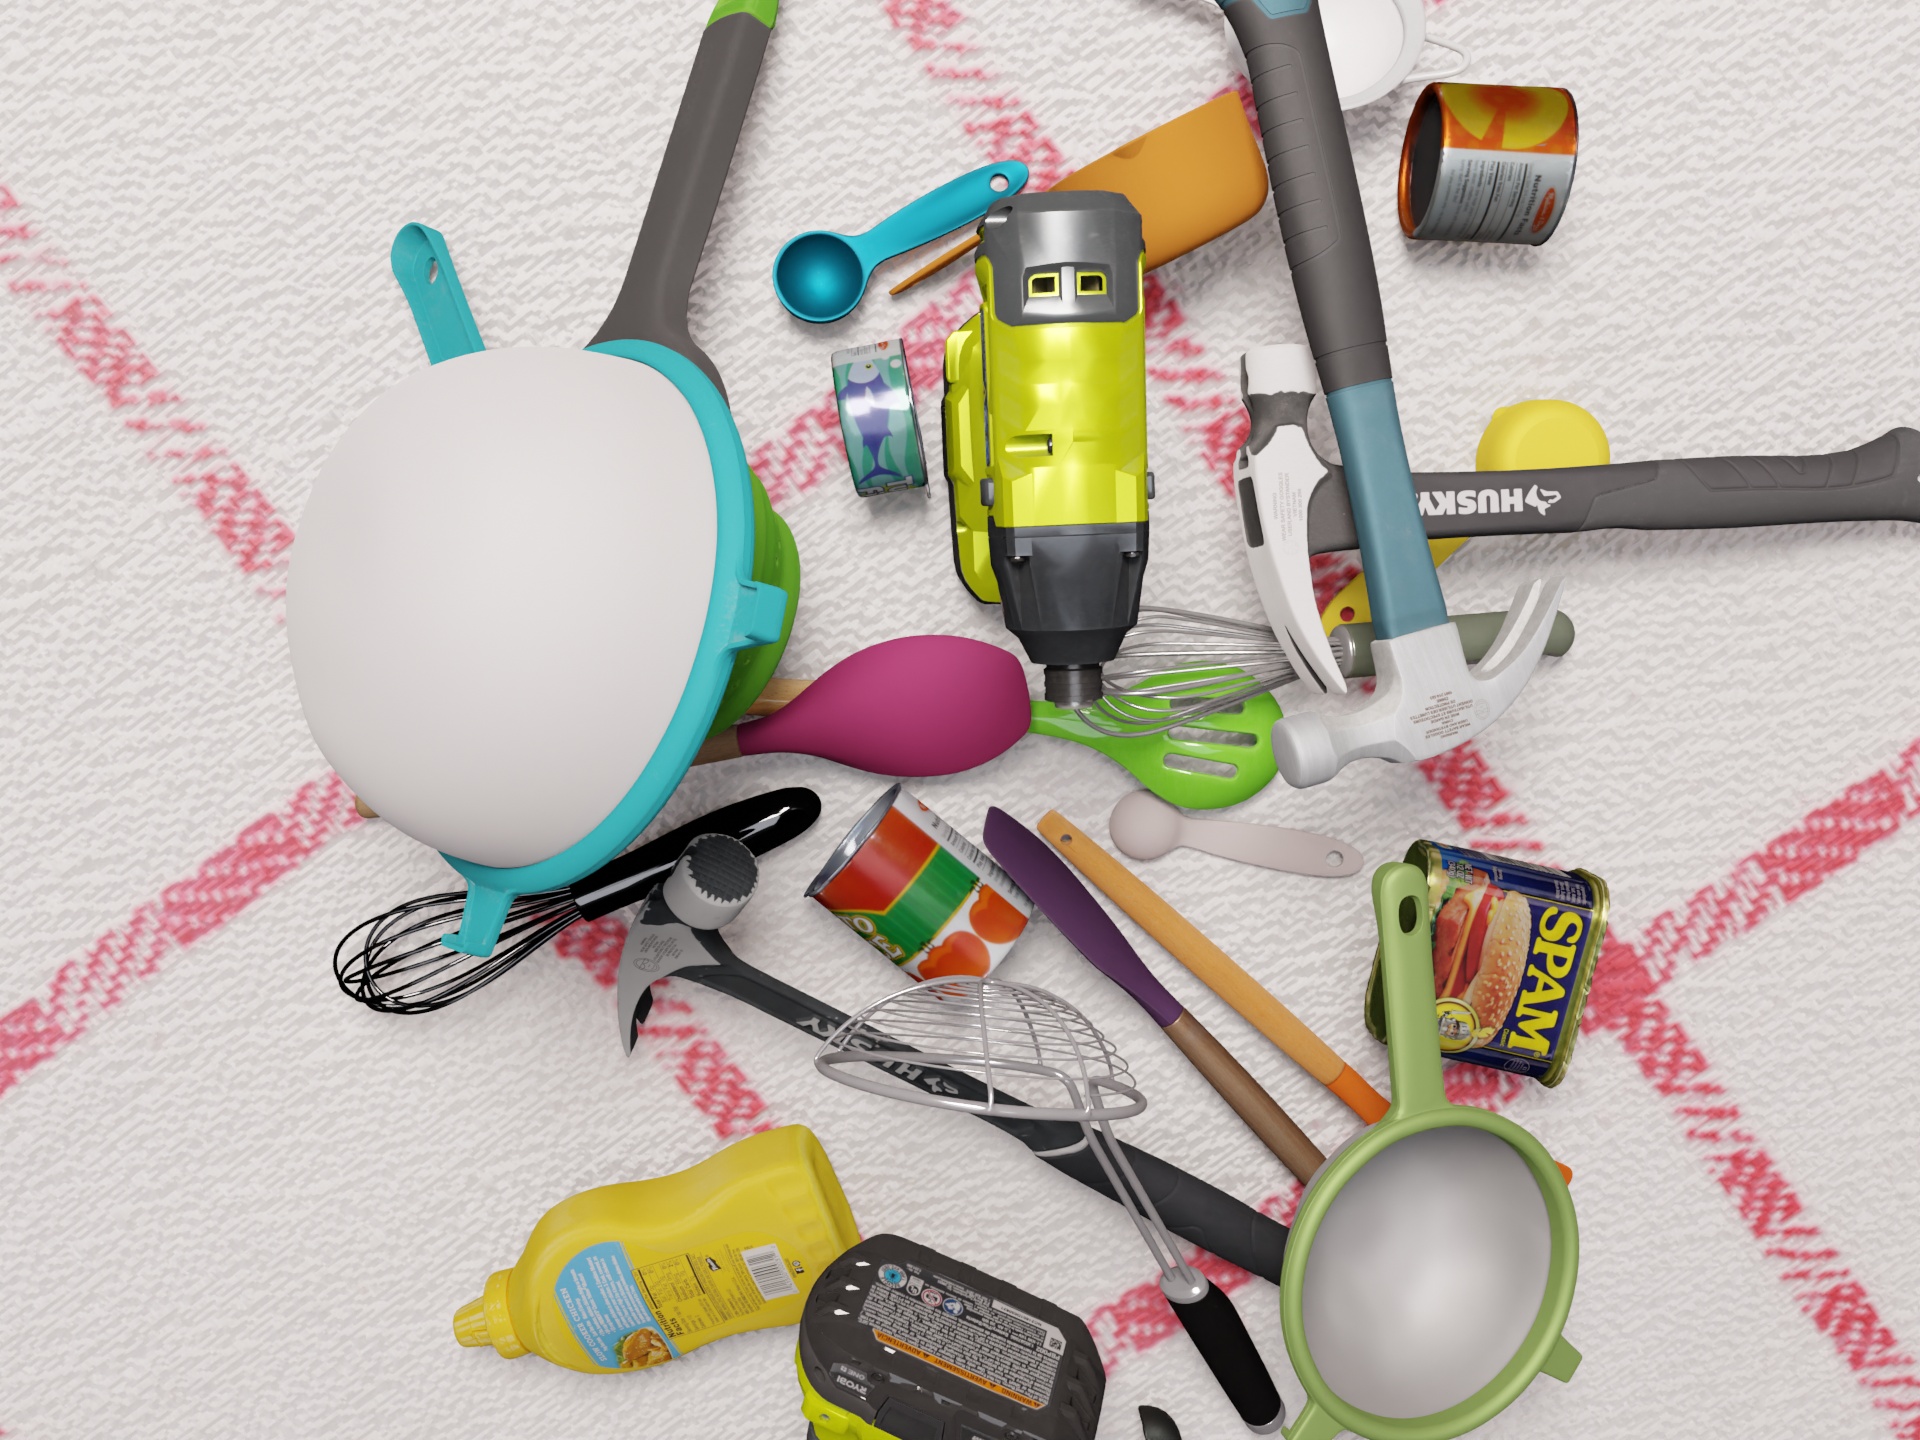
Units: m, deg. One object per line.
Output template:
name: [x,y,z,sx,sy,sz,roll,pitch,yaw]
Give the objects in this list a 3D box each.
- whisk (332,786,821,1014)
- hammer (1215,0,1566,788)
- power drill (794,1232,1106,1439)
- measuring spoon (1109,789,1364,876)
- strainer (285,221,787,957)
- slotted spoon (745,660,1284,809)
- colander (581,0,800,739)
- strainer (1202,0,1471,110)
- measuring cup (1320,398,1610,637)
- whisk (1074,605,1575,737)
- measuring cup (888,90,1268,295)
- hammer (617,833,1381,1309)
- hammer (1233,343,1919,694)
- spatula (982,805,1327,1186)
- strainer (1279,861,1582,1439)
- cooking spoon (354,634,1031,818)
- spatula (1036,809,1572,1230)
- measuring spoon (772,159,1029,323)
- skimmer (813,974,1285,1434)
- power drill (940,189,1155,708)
whisk: [-0.177,0.080,0.741,0.239,0.055,0.055,-22,98,-3]
hammer: [0.156,-0.147,0.639,0.128,0.033,0.331,-14,93,-9]
power drill: [-0.018,0.365,0.730,0.190,0.080,0.228,22,116,6]
measuring spoon: [0.133,0.058,0.755,0.124,0.018,0.034,10,98,-2]
strainer: [-0.201,-0.096,0.597,0.211,0.095,0.341,-45,54,24]
slotted spoon: [-0.001,-0.002,0.741,0.313,0.031,0.070,5,91,0]
colander: [-0.113,-0.132,0.687,0.094,0.205,0.397,22,79,-39]
strainer: [0.095,-0.325,0.694,0.258,0.050,0.087,24,77,2]
measuring cup: [0.231,-0.088,0.732,0.156,0.029,0.062,-39,97,2]
whisk: [0.165,-0.030,0.721,0.246,0.058,0.059,-5,101,-11]
measuring cup: [0.052,-0.209,0.697,0.173,0.095,0.052,-24,103,21]
hammer: [0.026,0.190,0.742,0.408,0.036,0.149,30,135,-12]
hammer: [0.284,-0.092,0.698,0.334,0.035,0.146,-4,92,-11]
spatula: [0.117,0.157,0.758,0.018,0.060,0.315,-38,102,20]
strainer: [0.191,0.187,0.712,0.151,0.069,0.256,-7,95,-18]
cooking spoon: [-0.126,0.014,0.731,0.319,0.017,0.068,-9,110,6]
spatula: [0.160,0.152,0.768,0.322,0.041,0.081,42,96,-2]
measuring spoon: [-0.026,-0.218,0.720,0.128,0.021,0.042,-29,87,-6]
skimmer: [0.063,0.233,0.682,0.090,0.127,0.362,-54,130,-34]
power drill: [0.034,-0.101,0.629,0.080,0.223,0.171,-2,98,-1]
